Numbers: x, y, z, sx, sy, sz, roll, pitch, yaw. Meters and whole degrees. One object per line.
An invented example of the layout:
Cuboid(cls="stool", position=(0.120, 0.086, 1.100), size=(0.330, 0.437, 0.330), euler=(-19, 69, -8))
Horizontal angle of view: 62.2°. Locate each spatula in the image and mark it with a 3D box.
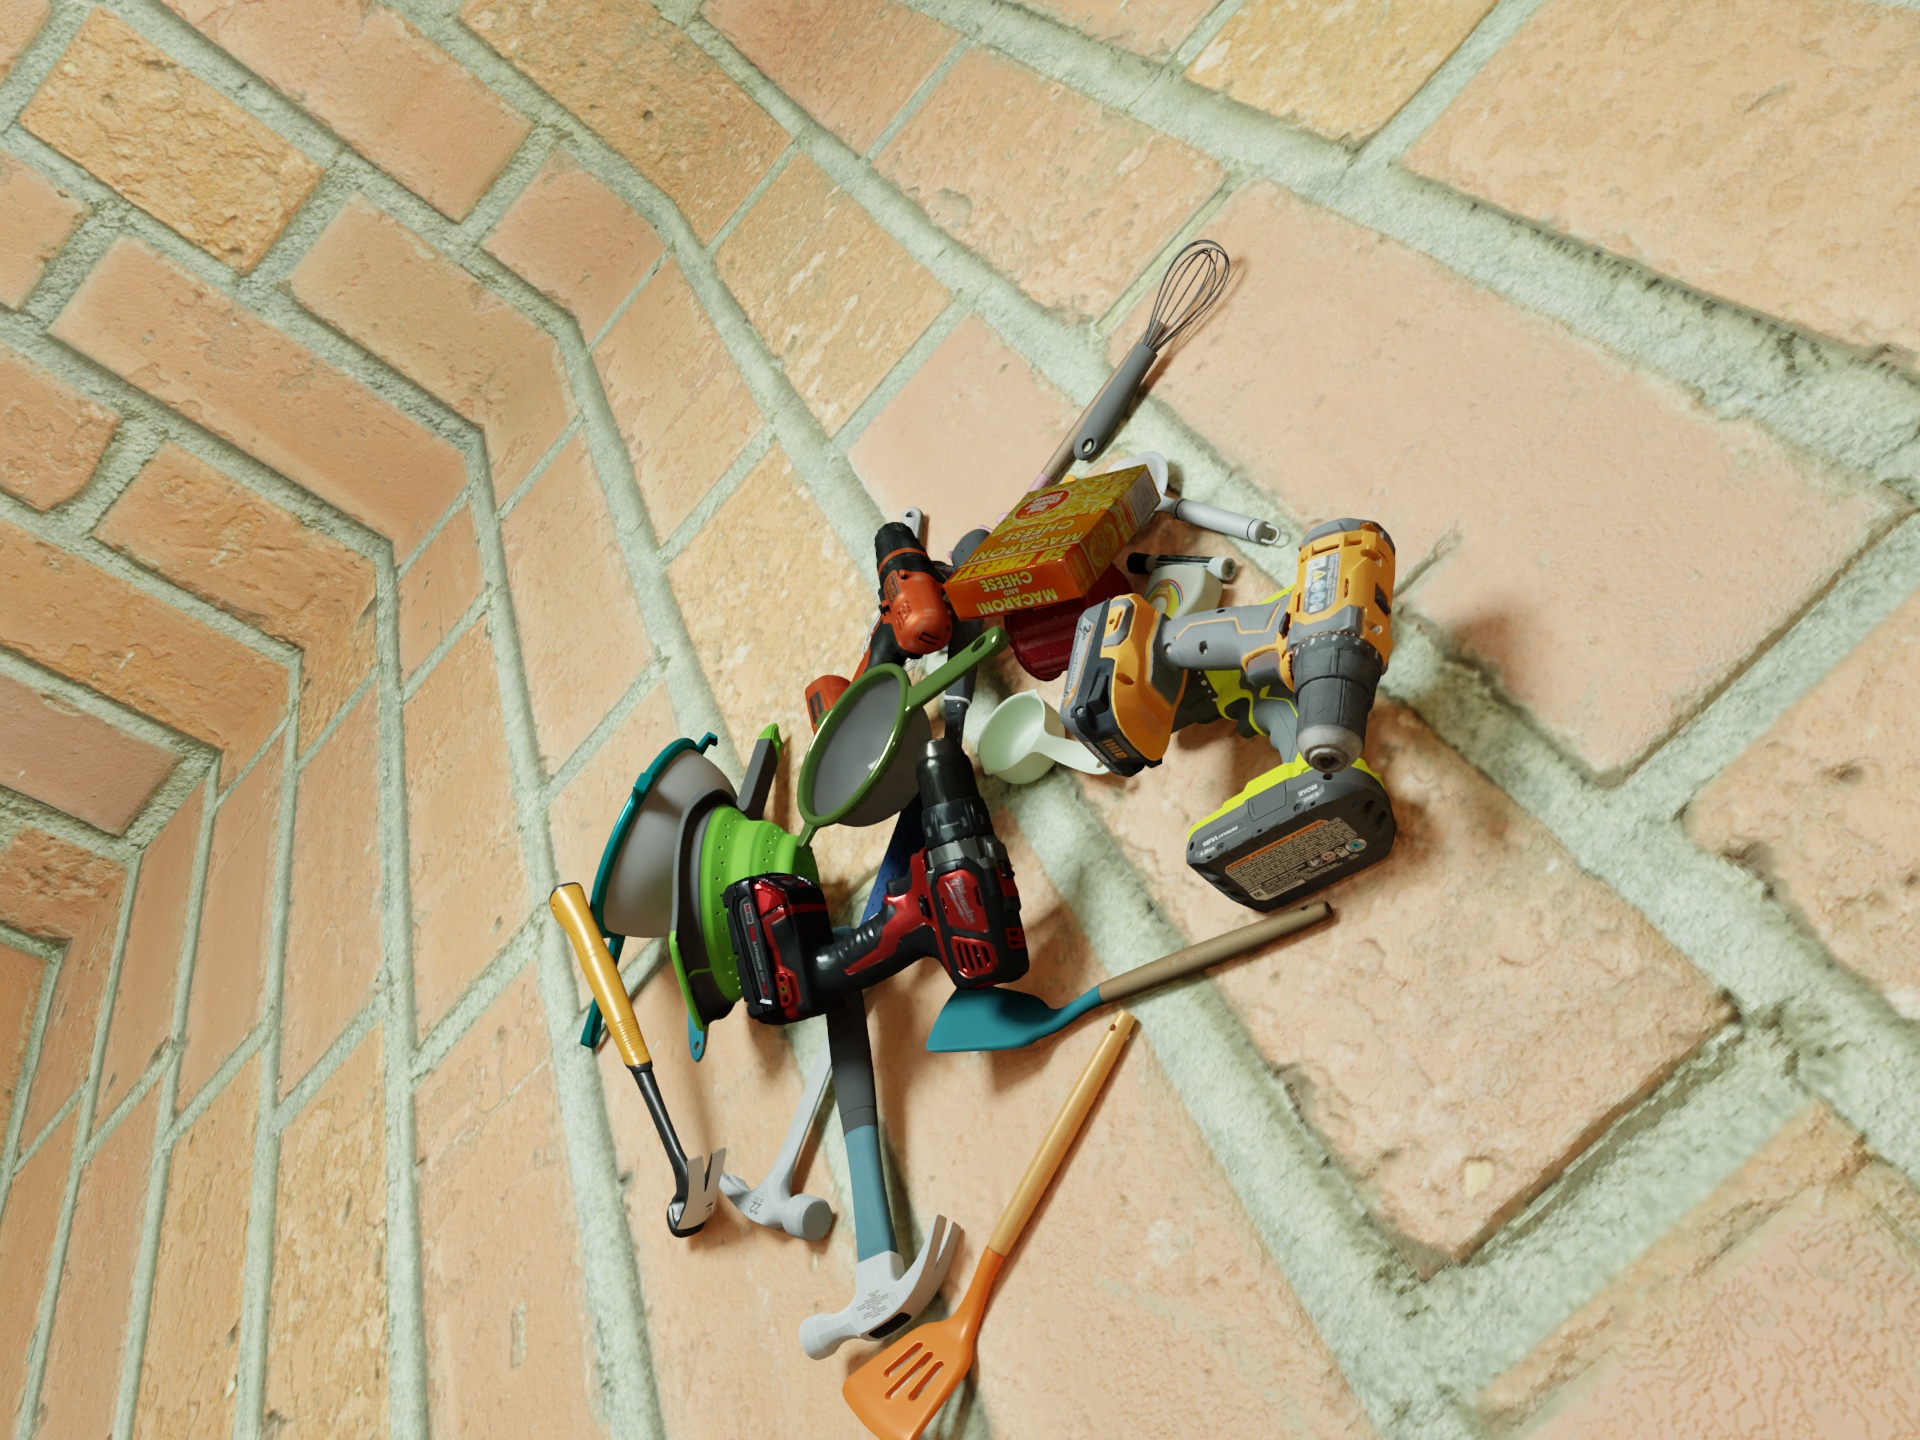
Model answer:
Cuboid(cls="spatula", position=(0.031, 0.338, 1.087), size=(0.081, 0.041, 0.322), euler=(19, 75, 53))
Cuboid(cls="spatula", position=(0.115, 0.177, 1.119), size=(0.317, 0.044, 0.082), euler=(-27, 15, 32))

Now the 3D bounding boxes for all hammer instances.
Cuboid(cls="hammer", position=(-0.095, 0.226, 1.343), size=(0.144, 0.035, 0.406), euler=(-5, 58, 49))
Cuboid(cls="hammer", position=(-0.288, 0.274, 1.383), size=(0.337, 0.034, 0.127), euler=(57, 145, 31))
Cuboid(cls="hammer", position=(-0.002, -0.004, 1.363), size=(0.149, 0.036, 0.409), euler=(-32, 40, 42))
Cuboid(cls="hammer", position=(-0.079, 0.303, 1.214), size=(0.128, 0.033, 0.331), euler=(-28, 47, 17))

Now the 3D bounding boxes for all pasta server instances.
Cuboid(cls="pasta server", position=(0.093, -0.261, 1.531), size=(0.316, 0.040, 0.060), euler=(-53, 18, 0))

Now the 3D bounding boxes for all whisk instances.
Cuboid(cls="whisk", position=(-0.060, -0.131, 1.601), size=(0.058, 0.059, 0.247), euler=(-1, 48, 8))
Cuboid(cls="whisk", position=(0.178, -0.347, 1.500), size=(0.239, 0.055, 0.055), euler=(-57, 33, 6))

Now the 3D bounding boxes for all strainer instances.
Cuboid(cls="strainer", position=(-0.290, 0.188, 1.565), size=(0.211, 0.095, 0.340), euler=(-46, -23, -74))
Cuboid(cls="strainer", position=(-0.033, 0.007, 1.295), size=(0.256, 0.069, 0.152), euler=(-36, 34, 35))
Cuboid(cls="strainer", position=(0.183, -0.184, 1.356), size=(0.259, 0.050, 0.087), euler=(28, 94, 53))

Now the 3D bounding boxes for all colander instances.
Cuboid(cls="colander", position=(-0.173, 0.116, 1.480), size=(0.094, 0.204, 0.397), euler=(-5, 32, 8))

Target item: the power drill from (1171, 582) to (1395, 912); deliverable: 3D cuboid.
Cuboid(cls="power drill", position=(0.208, 0.015, 1.119), size=(0.190, 0.080, 0.229), euler=(-31, 37, 29))

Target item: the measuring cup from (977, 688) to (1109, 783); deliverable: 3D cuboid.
Cuboid(cls="measuring cup", position=(0.079, 0.027, 1.302), size=(0.168, 0.038, 0.083), euler=(20, 77, 53))

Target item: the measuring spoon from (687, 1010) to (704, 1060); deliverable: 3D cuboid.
Cuboid(cls="measuring spoon", position=(-0.246, 0.265, 1.516), size=(0.042, 0.021, 0.129), euler=(-30, 50, 31))

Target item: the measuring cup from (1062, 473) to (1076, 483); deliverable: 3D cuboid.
Cuboid(cls="measuring cup", position=(0.083, -0.173, 1.453), size=(0.095, 0.052, 0.174), euler=(-26, 45, 36))

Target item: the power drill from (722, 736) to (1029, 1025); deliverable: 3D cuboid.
Cuboid(cls="power drill", position=(-0.065, 0.128, 1.211), size=(0.226, 0.080, 0.188), euler=(-19, 78, 24))

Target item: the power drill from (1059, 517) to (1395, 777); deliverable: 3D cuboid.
Cuboid(cls="power drill", position=(0.179, -0.028, 1.059), size=(0.226, 0.084, 0.185), euler=(-17, 44, 36))
